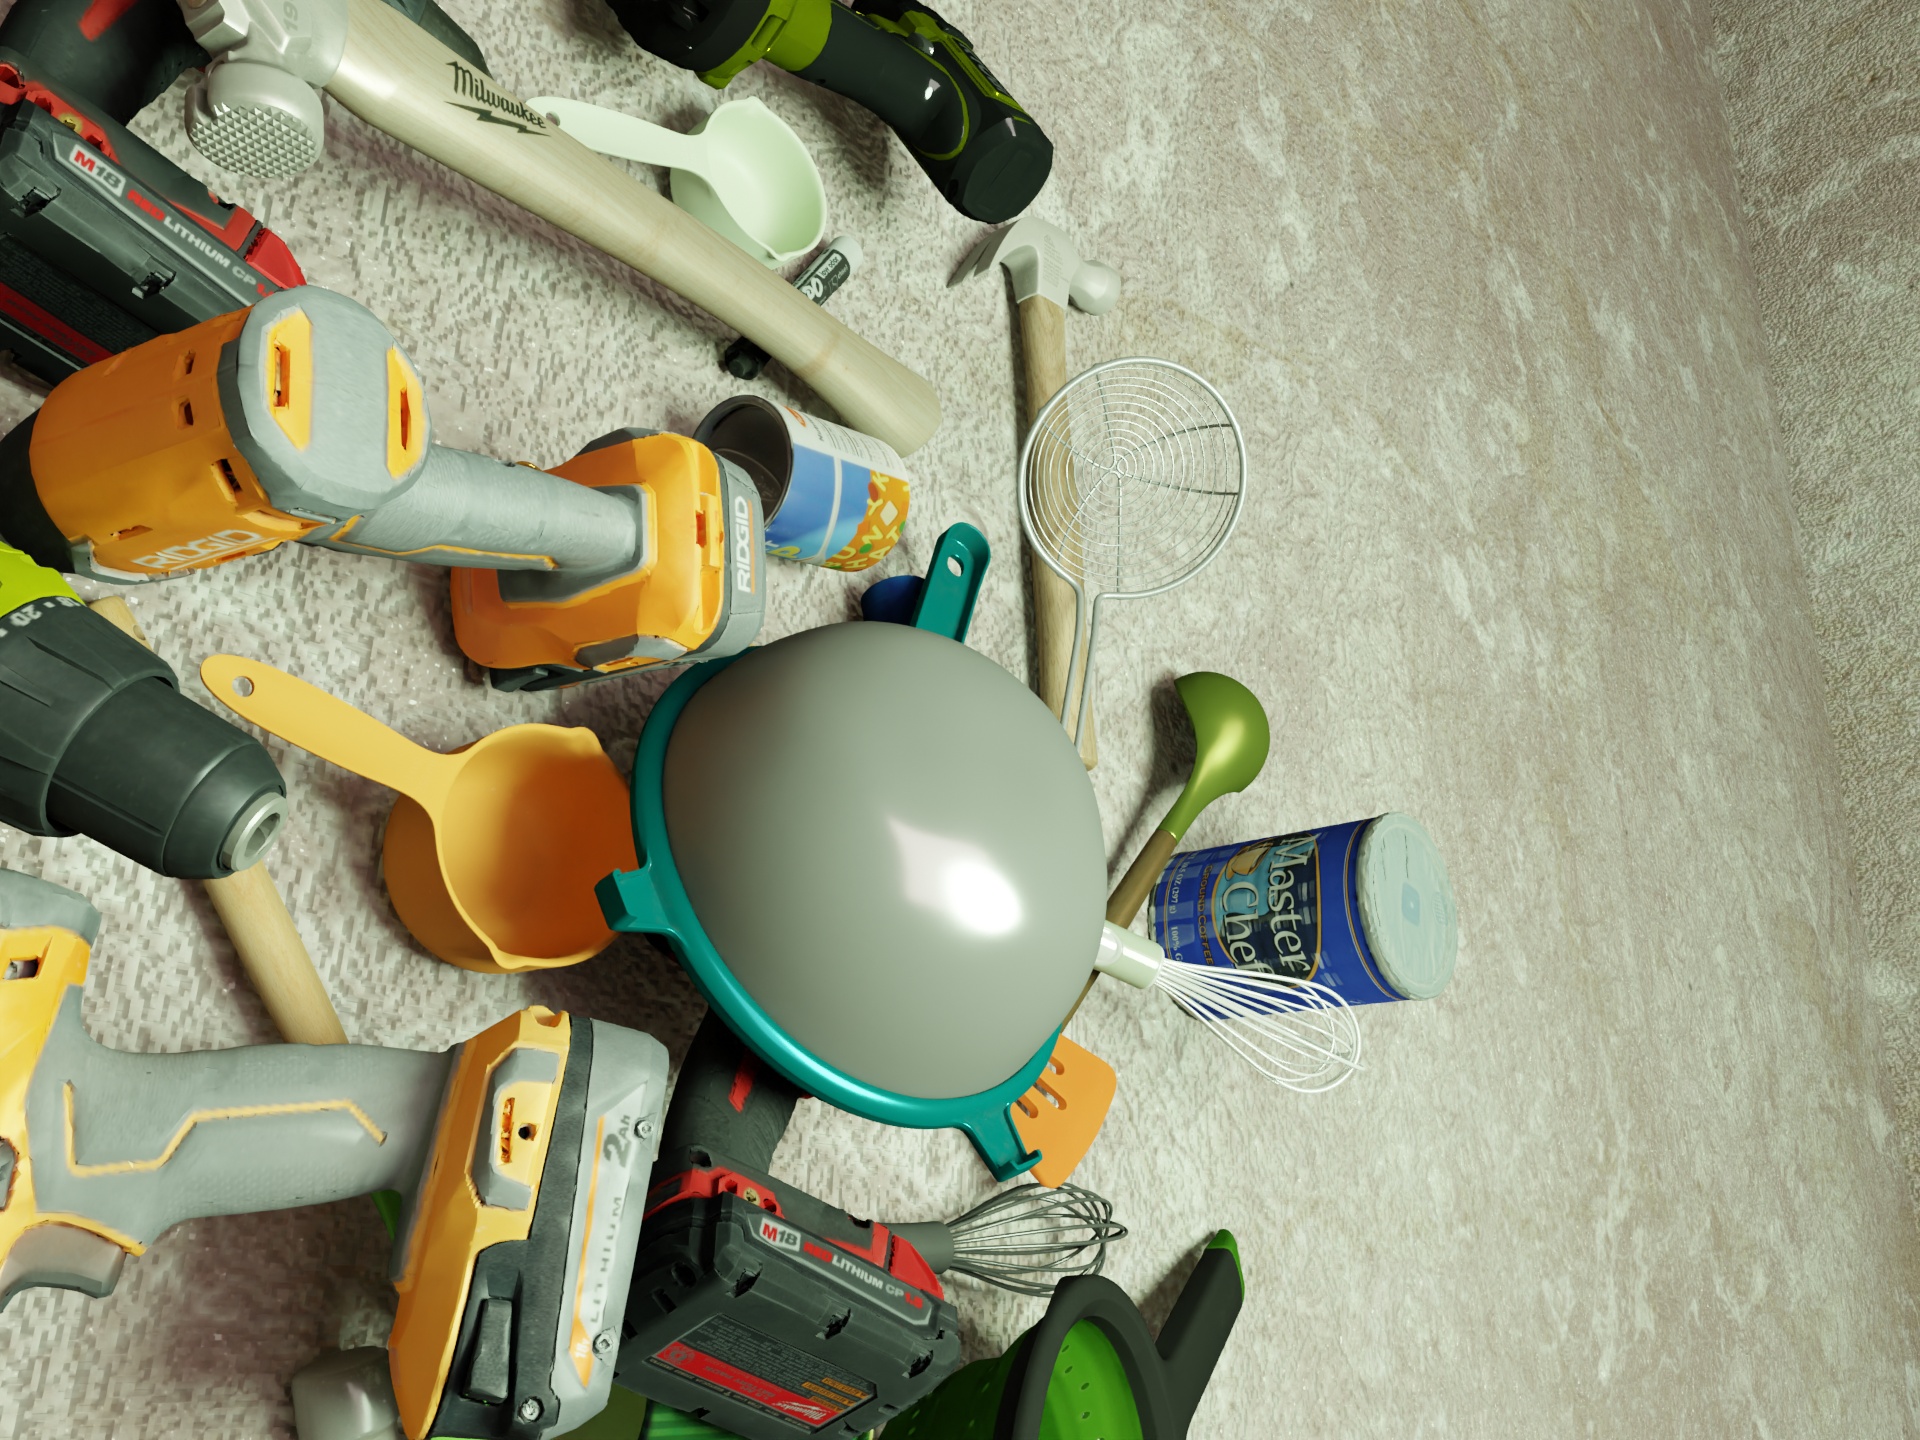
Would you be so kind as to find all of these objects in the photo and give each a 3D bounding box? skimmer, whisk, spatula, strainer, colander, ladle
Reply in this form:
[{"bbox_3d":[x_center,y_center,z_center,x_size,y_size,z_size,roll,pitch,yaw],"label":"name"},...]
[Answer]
[{"bbox_3d":[0.068,-0.014,0.788,0.127,0.090,0.364,20,61,-15],"label":"skimmer"},{"bbox_3d":[0.104,0.130,0.813,0.246,0.059,0.058,26,88,-14],"label":"whisk"},{"bbox_3d":[-0.029,0.073,0.737,0.322,0.041,0.081,59,41,-16],"label":"spatula"},{"bbox_3d":[-0.013,0.232,0.704,0.238,0.055,0.055,13,68,-41],"label":"whisk"},{"bbox_3d":[-0.001,-0.002,0.651,0.211,0.095,0.341,37,37,-19],"label":"strainer"},{"bbox_3d":[0.050,0.326,0.723,0.397,0.094,0.204,-16,96,-68],"label":"colander"},{"bbox_3d":[0.093,0.085,0.884,0.078,0.062,0.320,56,50,-22],"label":"ladle"}]

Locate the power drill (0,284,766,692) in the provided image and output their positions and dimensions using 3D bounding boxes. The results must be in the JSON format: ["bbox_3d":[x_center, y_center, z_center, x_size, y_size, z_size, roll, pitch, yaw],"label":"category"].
[{"bbox_3d":[-0.189,-0.065,0.528,0.226,0.164,0.084,13,71,-59],"label":"power drill"}]

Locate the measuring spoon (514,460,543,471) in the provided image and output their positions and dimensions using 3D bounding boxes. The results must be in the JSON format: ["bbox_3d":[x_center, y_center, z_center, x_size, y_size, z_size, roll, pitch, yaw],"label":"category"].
[{"bbox_3d":[-0.147,-0.093,0.682,0.116,0.011,0.021,2,71,-52],"label":"measuring spoon"}]

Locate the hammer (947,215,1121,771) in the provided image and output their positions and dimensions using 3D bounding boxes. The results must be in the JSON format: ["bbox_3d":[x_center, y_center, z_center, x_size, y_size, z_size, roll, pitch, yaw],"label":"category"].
[{"bbox_3d":[0.051,-0.134,0.904,0.130,0.031,0.331,15,67,-46],"label":"hammer"}]

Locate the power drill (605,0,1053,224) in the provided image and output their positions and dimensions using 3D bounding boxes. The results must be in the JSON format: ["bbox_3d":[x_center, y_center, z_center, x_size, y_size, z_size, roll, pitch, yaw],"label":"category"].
[{"bbox_3d":[-0.069,-0.342,0.778,0.223,0.080,0.171,10,41,-49],"label":"power drill"}]

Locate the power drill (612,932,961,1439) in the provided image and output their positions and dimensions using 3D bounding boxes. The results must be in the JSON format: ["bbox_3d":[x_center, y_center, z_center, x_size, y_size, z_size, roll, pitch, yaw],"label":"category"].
[{"bbox_3d":[-0.062,0.146,0.601,0.143,0.078,0.220,36,30,-27],"label":"power drill"}]

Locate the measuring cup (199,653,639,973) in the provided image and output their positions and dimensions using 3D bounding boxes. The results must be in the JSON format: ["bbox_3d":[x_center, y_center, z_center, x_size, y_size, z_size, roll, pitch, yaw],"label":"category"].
[{"bbox_3d":[-0.193,0.029,0.556,0.173,0.052,0.095,35,53,-35],"label":"measuring cup"}]

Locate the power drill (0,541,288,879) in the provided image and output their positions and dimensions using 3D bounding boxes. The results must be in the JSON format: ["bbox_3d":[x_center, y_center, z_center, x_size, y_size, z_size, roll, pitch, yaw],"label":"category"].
[{"bbox_3d":[-0.295,0.038,0.363,0.190,0.080,0.229,29,52,1],"label":"power drill"}]

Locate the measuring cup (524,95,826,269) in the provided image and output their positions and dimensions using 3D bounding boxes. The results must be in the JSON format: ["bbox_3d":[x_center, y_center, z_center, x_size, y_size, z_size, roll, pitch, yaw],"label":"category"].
[{"bbox_3d":[-0.134,-0.251,0.727,0.167,0.038,0.083,-2,79,-47],"label":"measuring cup"}]

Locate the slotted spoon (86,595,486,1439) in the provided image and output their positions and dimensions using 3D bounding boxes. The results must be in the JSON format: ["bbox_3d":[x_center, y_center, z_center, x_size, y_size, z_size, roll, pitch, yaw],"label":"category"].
[{"bbox_3d":[-0.211,0.104,0.519,0.070,0.031,0.314,-122,-173,-86],"label":"slotted spoon"}]

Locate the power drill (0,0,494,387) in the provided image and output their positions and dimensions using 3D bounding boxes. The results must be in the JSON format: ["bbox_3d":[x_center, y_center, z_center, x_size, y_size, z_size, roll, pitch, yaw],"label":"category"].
[{"bbox_3d":[-0.249,-0.212,0.546,0.187,0.080,0.227,38,48,-51],"label":"power drill"}]

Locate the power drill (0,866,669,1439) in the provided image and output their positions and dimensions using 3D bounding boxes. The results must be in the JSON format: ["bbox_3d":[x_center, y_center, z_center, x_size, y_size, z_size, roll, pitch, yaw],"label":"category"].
[{"bbox_3d":[-0.210,0.148,0.435,0.226,0.084,0.185,16,65,-20],"label":"power drill"}]

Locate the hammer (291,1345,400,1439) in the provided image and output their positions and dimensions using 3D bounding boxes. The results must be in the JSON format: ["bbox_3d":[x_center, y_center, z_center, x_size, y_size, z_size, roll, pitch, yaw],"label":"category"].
[{"bbox_3d":[-0.288,0.278,0.375,0.359,0.037,0.149,-1,79,-50],"label":"hammer"}]

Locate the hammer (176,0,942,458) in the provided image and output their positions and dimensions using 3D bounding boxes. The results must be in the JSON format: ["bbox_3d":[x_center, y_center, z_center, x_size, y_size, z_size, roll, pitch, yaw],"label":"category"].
[{"bbox_3d":[-0.126,-0.207,0.652,0.410,0.038,0.146,20,59,-58],"label":"hammer"}]
